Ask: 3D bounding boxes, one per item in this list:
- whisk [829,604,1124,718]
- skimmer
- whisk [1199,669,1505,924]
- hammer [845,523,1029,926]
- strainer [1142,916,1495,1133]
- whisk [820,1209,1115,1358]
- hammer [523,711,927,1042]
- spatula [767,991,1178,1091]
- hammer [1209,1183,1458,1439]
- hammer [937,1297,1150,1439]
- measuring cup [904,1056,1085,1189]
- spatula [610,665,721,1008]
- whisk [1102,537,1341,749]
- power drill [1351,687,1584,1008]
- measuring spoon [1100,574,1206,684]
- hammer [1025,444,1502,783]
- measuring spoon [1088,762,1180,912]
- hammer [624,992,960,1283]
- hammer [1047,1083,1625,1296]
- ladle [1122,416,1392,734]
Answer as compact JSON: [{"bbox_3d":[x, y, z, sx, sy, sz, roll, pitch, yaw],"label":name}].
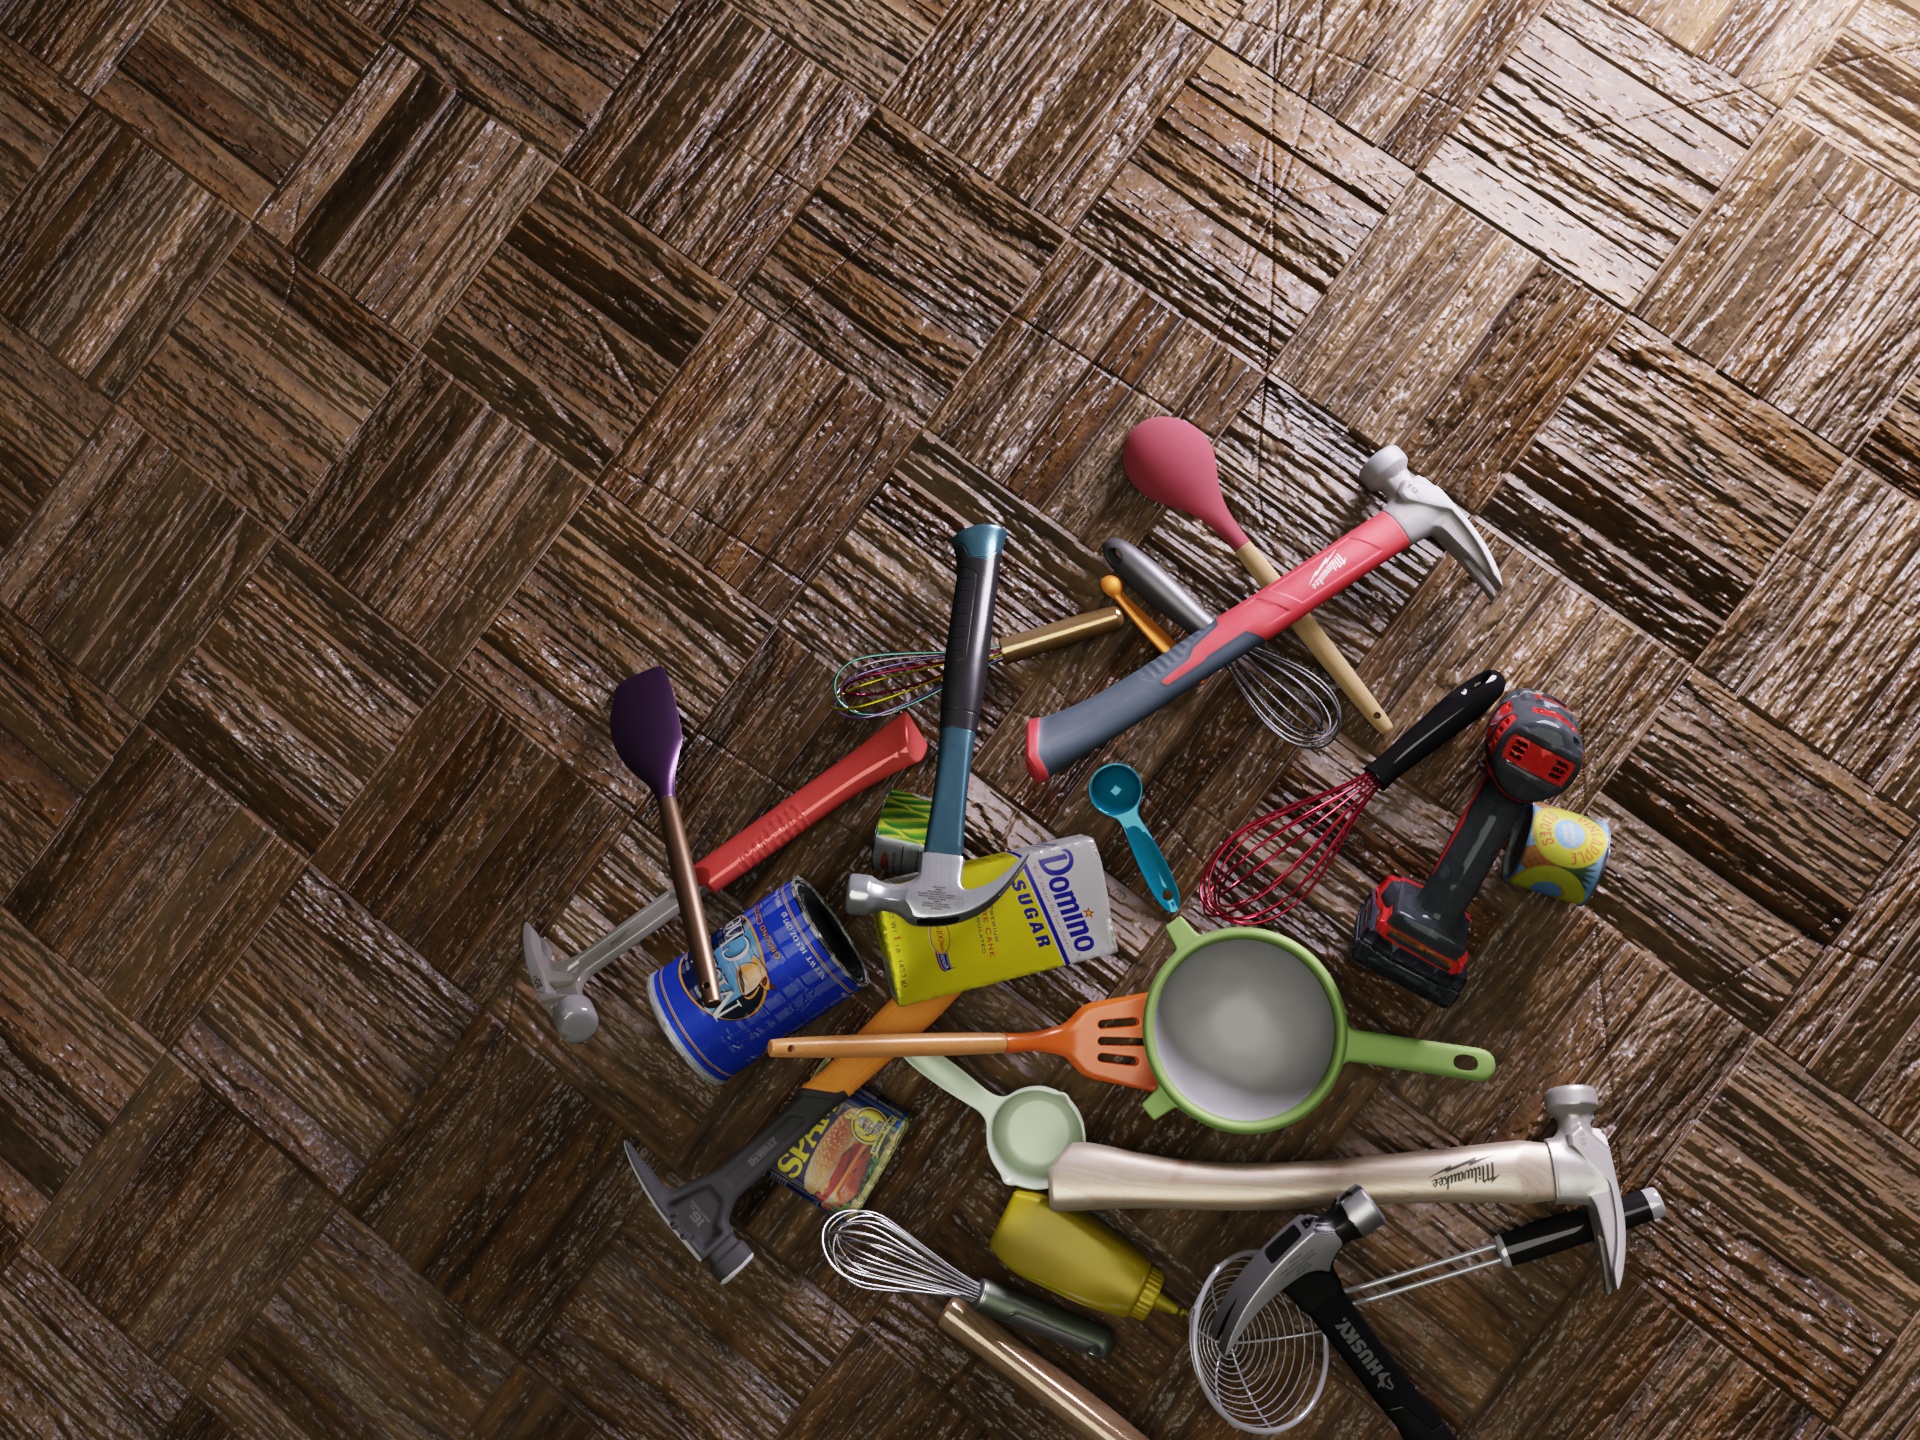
[{"bbox_3d":[0.011,-0.051,1.272,0.245,0.047,0.051,-17,82,1],"label":"whisk"},{"bbox_3d":[0.344,0.413,1.163,0.363,0.090,0.127,-19,81,5],"label":"skimmer"},{"bbox_3d":[0.302,0.057,1.215,0.296,0.073,0.073,-39,82,-4],"label":"whisk"},{"bbox_3d":[-0.002,-0.004,1.207,0.128,0.033,0.331,8,66,-2],"label":"hammer"},{"bbox_3d":[0.265,0.239,1.198,0.256,0.069,0.151,7,82,7],"label":"strainer"},{"bbox_3d":[0.007,0.431,1.201,0.246,0.059,0.057,25,128,-9],"label":"whisk"},{"bbox_3d":[-0.183,0.106,1.261,0.359,0.149,0.036,-36,123,-7],"label":"hammer"},{"bbox_3d":[0.014,0.244,1.199,0.322,0.041,0.081,3,85,-23],"label":"spatula"},{"bbox_3d":[0.314,0.494,1.133,0.146,0.035,0.334,-37,102,-1],"label":"hammer"},{"bbox_3d":[0.122,0.538,1.179,0.331,0.130,0.031,32,105,17],"label":"hammer"},{"bbox_3d":[0.023,0.297,1.240,0.167,0.038,0.083,34,90,11],"label":"measuring cup"},{"bbox_3d":[-0.225,0.084,1.232,0.060,0.018,0.316,-24,55,4],"label":"spatula"},{"bbox_3d":[0.202,-0.065,1.246,0.239,0.055,0.055,42,91,13],"label":"whisk"},{"bbox_3d":[0.377,0.078,1.166,0.080,0.188,0.226,28,107,10],"label":"power drill"},{"bbox_3d":[0.155,-0.073,1.260,0.117,0.021,0.011,46,133,4],"label":"measuring spoon"},{"bbox_3d":[0.219,-0.056,1.200,0.386,0.038,0.143,-33,72,-8],"label":"hammer"},{"bbox_3d":[0.141,0.093,1.257,0.042,0.021,0.128,-26,92,3],"label":"measuring spoon"},{"bbox_3d":[-0.092,0.261,1.207,0.337,0.034,0.127,-40,82,-17],"label":"hammer"},{"bbox_3d":[0.270,0.348,1.167,0.410,0.038,0.146,-3,60,4],"label":"hammer"},{"bbox_3d":[0.238,-0.116,1.256,0.069,0.031,0.315,-38,83,2],"label":"ladle"}]
